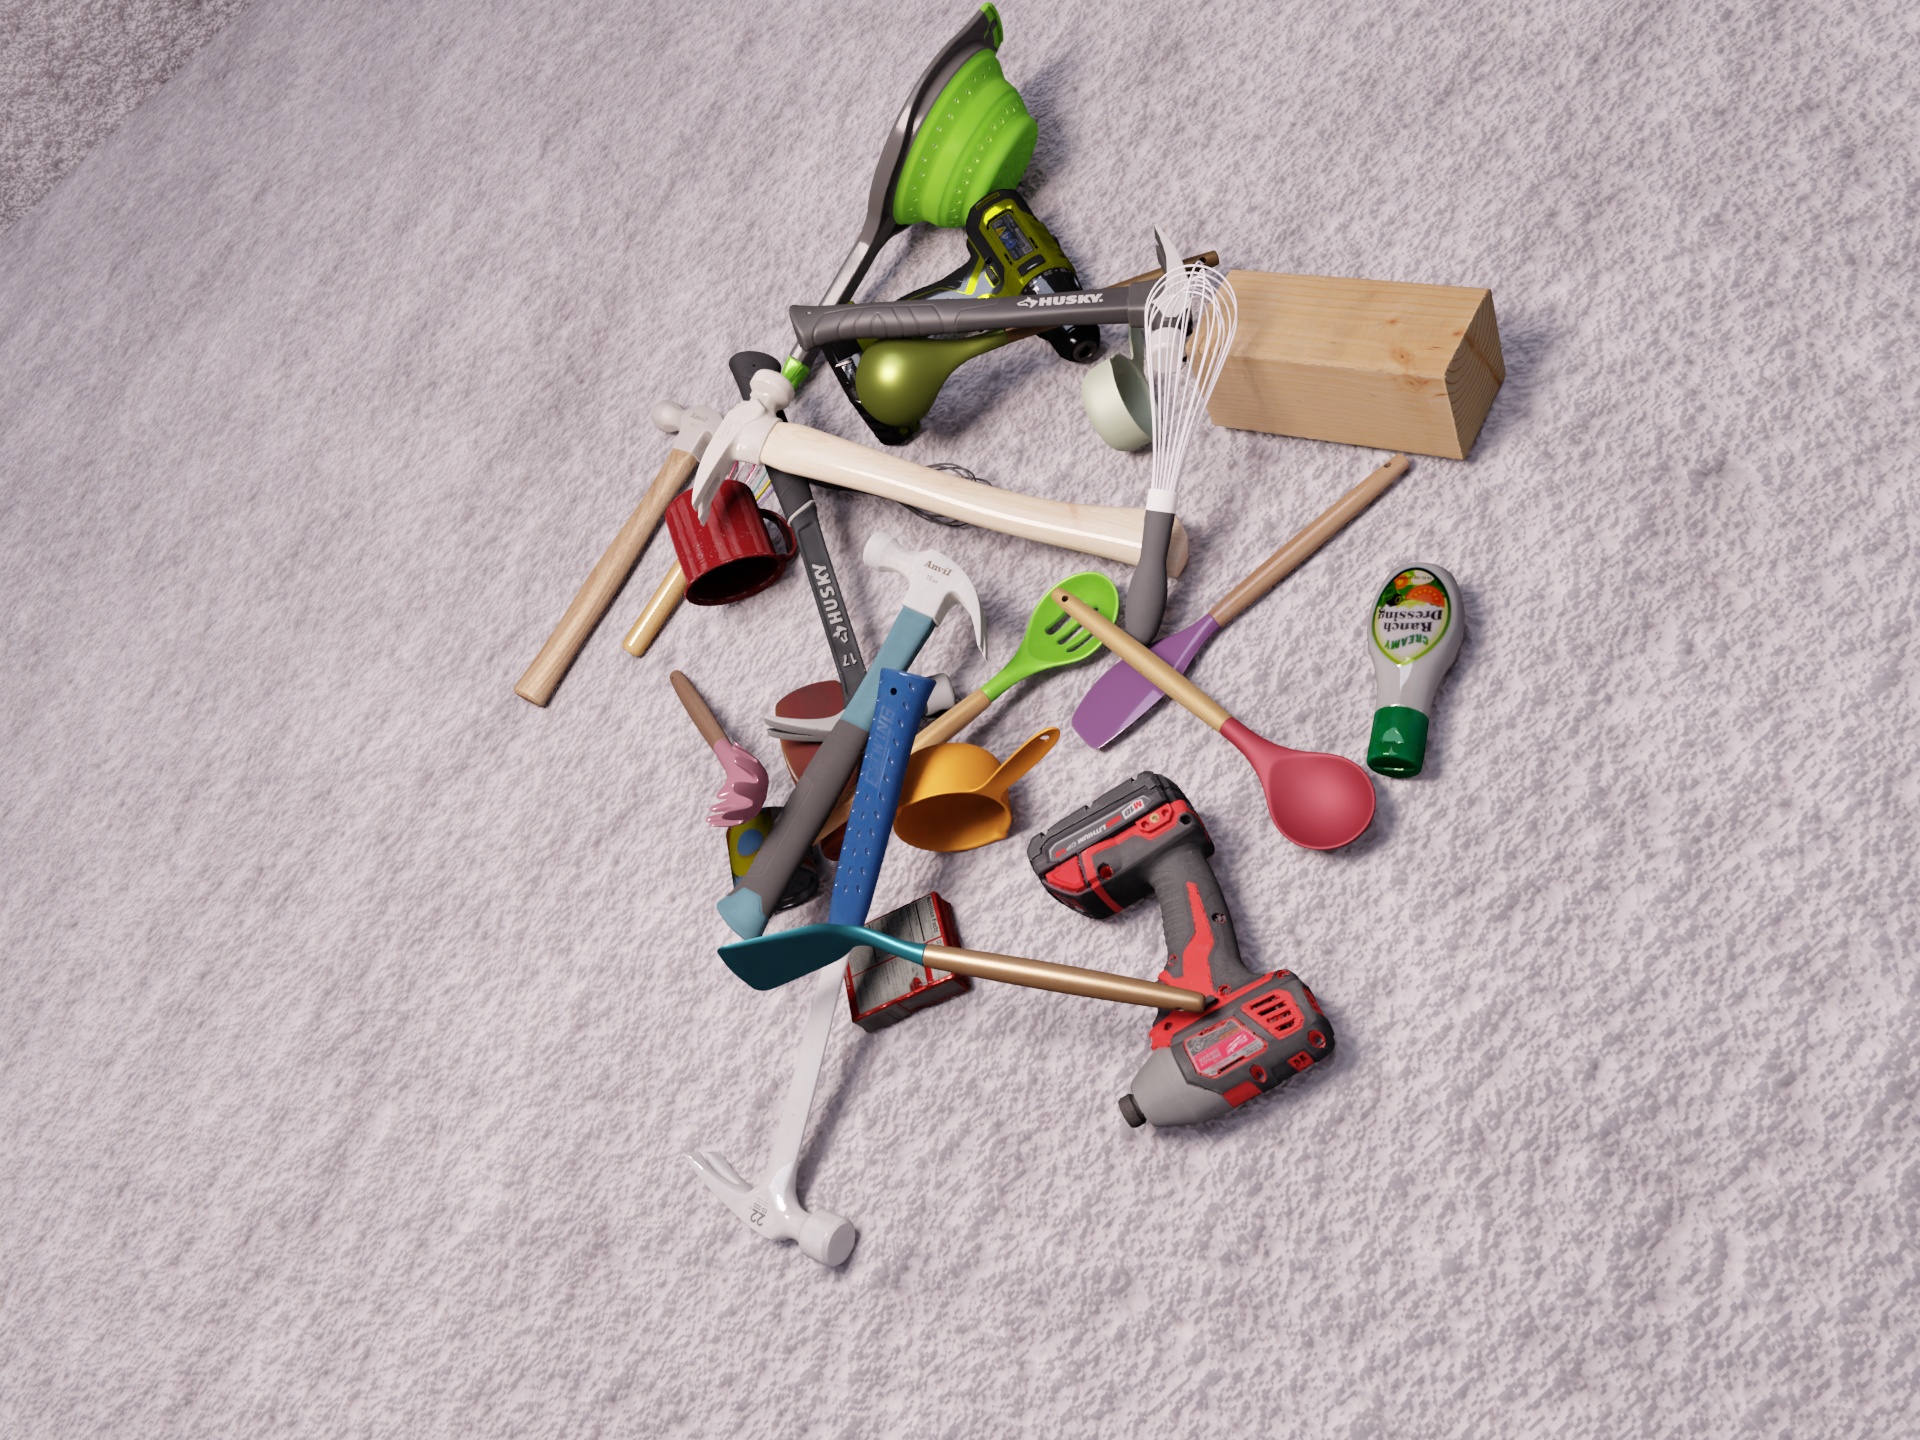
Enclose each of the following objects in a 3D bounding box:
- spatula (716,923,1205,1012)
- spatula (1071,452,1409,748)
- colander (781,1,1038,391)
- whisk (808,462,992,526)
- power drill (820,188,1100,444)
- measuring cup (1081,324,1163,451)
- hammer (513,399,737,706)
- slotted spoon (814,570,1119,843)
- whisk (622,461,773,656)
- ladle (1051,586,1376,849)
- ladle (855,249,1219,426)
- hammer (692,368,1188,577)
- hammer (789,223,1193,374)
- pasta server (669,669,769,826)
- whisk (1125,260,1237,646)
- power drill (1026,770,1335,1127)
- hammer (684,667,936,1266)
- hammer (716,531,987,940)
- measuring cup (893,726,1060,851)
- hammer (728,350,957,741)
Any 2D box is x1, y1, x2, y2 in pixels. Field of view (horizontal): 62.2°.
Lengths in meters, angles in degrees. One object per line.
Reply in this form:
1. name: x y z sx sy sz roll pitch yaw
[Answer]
1. spatula: 0.000 0.167 1.032 0.317 0.082 0.044 6 62 20
2. spatula: 0.208 -0.093 1.186 0.316 0.018 0.060 -40 42 4
3. colander: -0.036 -0.457 1.483 0.094 0.204 0.397 33 99 4
4. whisk: -0.066 -0.209 1.390 0.239 0.055 0.055 18 73 40
5. power drill: 0.000 -0.347 1.411 0.228 0.080 0.191 -31 61 7
6. measuring cup: 0.132 -0.286 1.318 0.038 0.083 0.168 -26 37 28
7. hammer: -0.319 -0.158 1.509 0.130 0.031 0.331 21 75 36
8. slotted spoon: -0.002 -0.004 1.221 0.314 0.031 0.070 -39 56 -6
9. whisk: -0.240 -0.167 1.461 0.051 0.047 0.245 30 84 21
10. ladle: 0.171 -0.010 1.136 0.069 0.031 0.316 -47 57 -2
11. ladle: 0.063 -0.329 1.335 0.320 0.062 0.078 -20 89 2
12. hammer: -0.019 -0.176 1.279 0.411 0.038 0.146 18 68 19
13. hammer: 0.021 -0.334 1.292 0.335 0.035 0.146 0 54 13
14. pasta server: -0.203 0.010 1.273 0.060 0.040 0.316 -68 27 11
15. whisk: 0.155 -0.194 1.178 0.070 0.070 0.284 14 101 34
16. power drill: 0.135 0.156 1.049 0.143 0.078 0.220 -32 55 9
17. hammer: -0.092 0.162 1.126 0.144 0.035 0.405 13 87 36
18. hammer: -0.087 0.016 1.199 0.128 0.033 0.331 24 76 20
19. measuring cup: 0.016 0.033 1.149 0.173 0.095 0.052 -43 41 41
20. hammer: -0.133 -0.156 1.335 0.149 0.036 0.409 -16 61 -8
